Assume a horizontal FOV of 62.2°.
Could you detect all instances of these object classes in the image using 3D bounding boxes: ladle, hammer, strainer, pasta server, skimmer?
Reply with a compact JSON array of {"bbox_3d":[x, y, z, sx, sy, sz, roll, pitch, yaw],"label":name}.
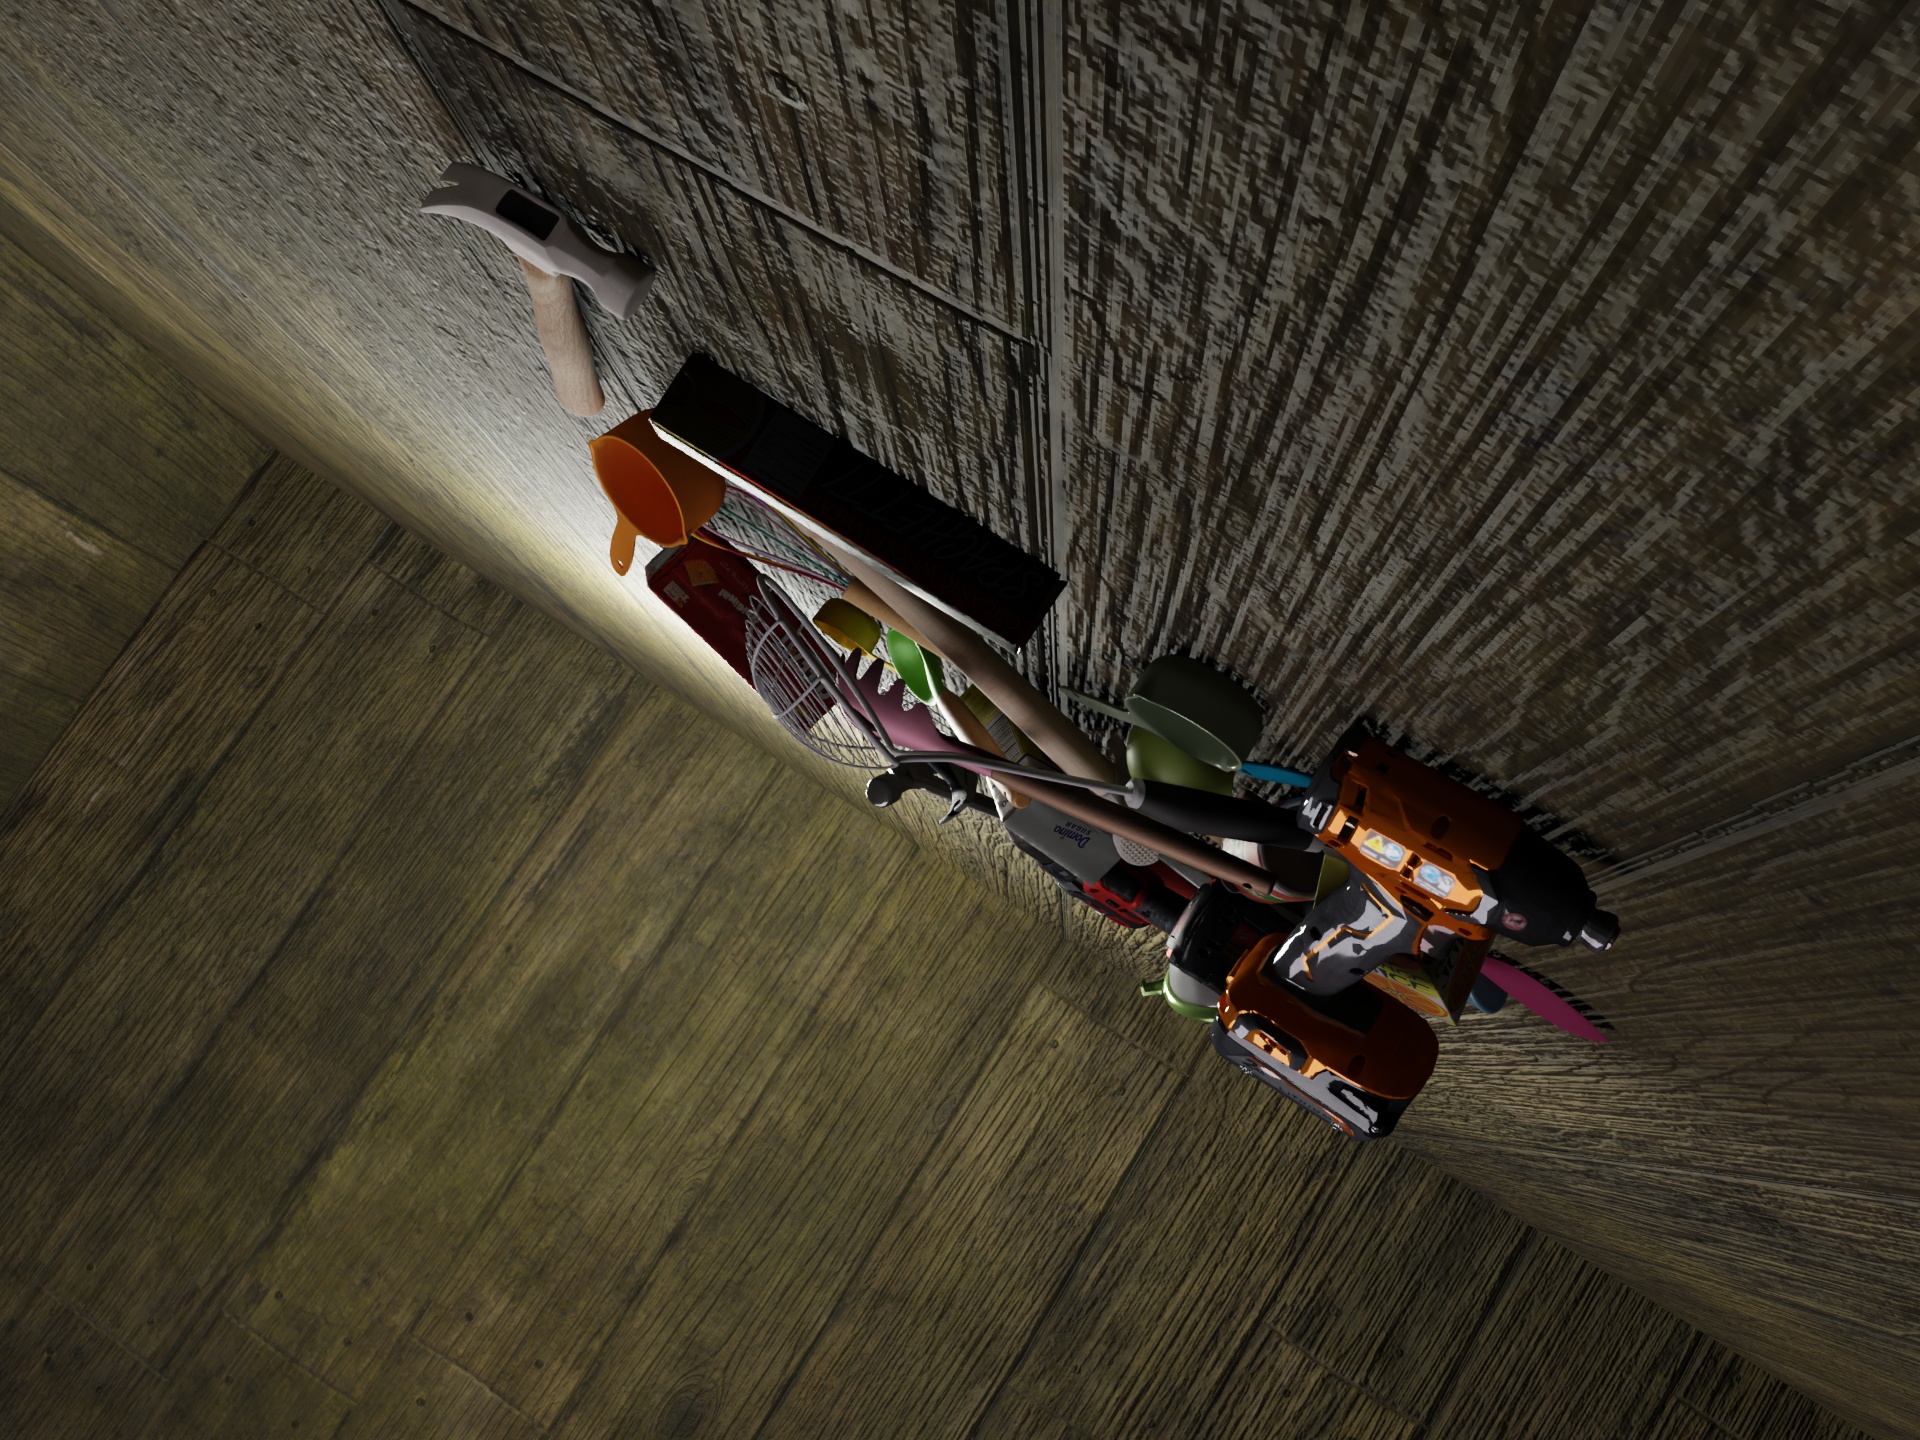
[{"bbox_3d":[0.171,0.051,1.104,0.078,0.062,0.320,52,-174,20],"label":"ladle"},{"bbox_3d":[-0.015,-0.065,1.035,0.410,0.038,0.146,42,-167,-23],"label":"hammer"},{"bbox_3d":[0.275,0.147,1.259,0.331,0.033,0.128,25,167,40],"label":"hammer"},{"bbox_3d":[0.265,0.198,1.332,0.256,0.151,0.069,11,126,61],"label":"strainer"},{"bbox_3d":[-0.242,-0.241,0.953,0.130,0.031,0.331,33,171,-6],"label":"hammer"},{"bbox_3d":[0.093,0.104,1.539,0.359,0.036,0.149,20,-158,26],"label":"hammer"},{"bbox_3d":[0.050,0.034,0.986,0.316,0.040,0.060,23,154,21],"label":"pasta server"},{"bbox_3d":[0.051,0.002,0.903,0.363,0.090,0.127,13,-167,-12],"label":"skimmer"},{"bbox_3d":[-0.133,-0.053,1.451,0.408,0.036,0.149,41,-162,-20],"label":"hammer"}]

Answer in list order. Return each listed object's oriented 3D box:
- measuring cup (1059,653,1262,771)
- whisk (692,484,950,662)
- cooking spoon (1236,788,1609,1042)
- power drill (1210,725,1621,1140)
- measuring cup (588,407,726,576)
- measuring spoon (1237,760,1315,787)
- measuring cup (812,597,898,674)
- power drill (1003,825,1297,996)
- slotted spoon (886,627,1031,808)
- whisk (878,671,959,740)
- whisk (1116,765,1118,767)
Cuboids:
[{"bbox_3d":[0.113,-0.015,0.936,0.083,0.038,0.168,37,172,-30],"label":"measuring cup"},{"bbox_3d":[-0.102,-0.108,1.158,0.245,0.047,0.051,31,170,-11],"label":"whisk"},{"bbox_3d":[0.321,0.139,1.105,0.318,0.017,0.069,34,175,-8],"label":"cooking spoon"},{"bbox_3d":[0.237,0.126,0.856,0.164,0.084,0.226,30,134,17],"label":"power drill"},{"bbox_3d":[-0.213,-0.153,1.112,0.095,0.052,0.173,46,153,2],"label":"measuring cup"},{"bbox_3d":[0.204,0.044,0.974,0.042,0.021,0.129,37,168,-27],"label":"measuring spoon"},{"bbox_3d":[-0.050,-0.055,1.315,0.156,0.029,0.062,29,171,4],"label":"measuring cup"},{"bbox_3d":[0.149,0.141,1.296,0.187,0.080,0.227,36,174,-38],"label":"power drill"},{"bbox_3d":[-0.002,-0.004,1.147,0.314,0.031,0.070,-127,18,-64],"label":"slotted spoon"},{"bbox_3d":[0.013,0.024,1.320,0.070,0.070,0.285,40,174,-41],"label":"whisk"},{"bbox_3d":[0.065,0.032,1.325,0.247,0.058,0.059,29,166,50],"label":"whisk"}]
